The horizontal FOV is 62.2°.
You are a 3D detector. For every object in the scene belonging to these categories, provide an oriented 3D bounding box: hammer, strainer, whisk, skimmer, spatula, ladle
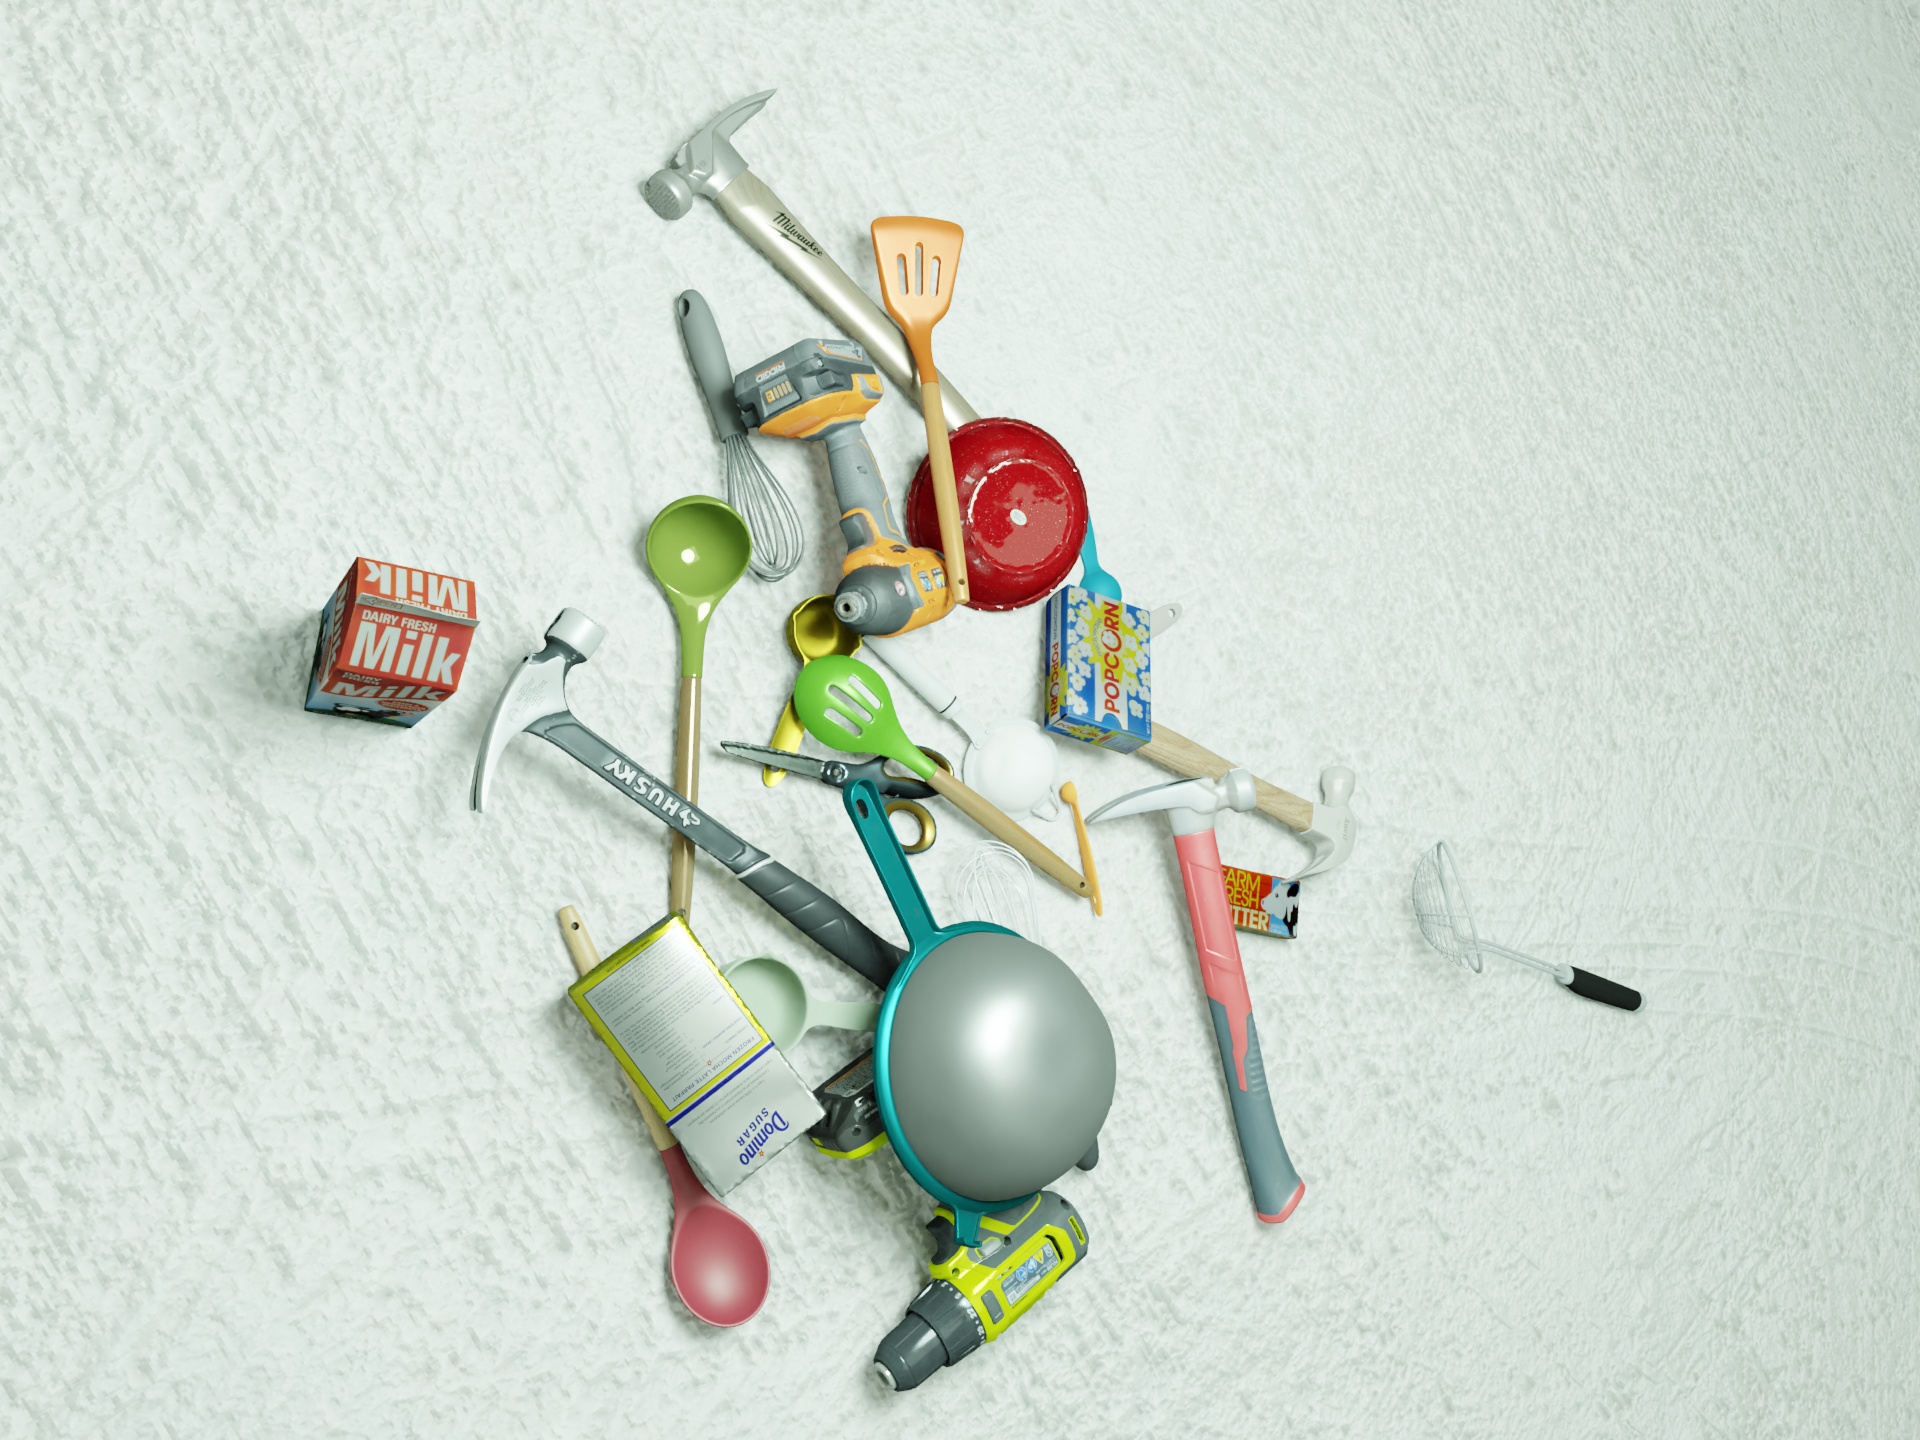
[{"bbox_3d":[0.214,0.242,1.351,0.143,0.038,0.386,-13,94,-2],"label":"hammer"},{"bbox_3d":[0.217,0.044,1.397,0.331,0.031,0.130,25,56,-21],"label":"hammer"},{"bbox_3d":[-0.166,0.099,1.146,0.408,0.036,0.149,40,72,-26],"label":"hammer"},{"bbox_3d":[-0.002,-0.004,1.285,0.258,0.050,0.087,43,78,-13],"label":"strainer"},{"bbox_3d":[0.060,0.229,1.270,0.070,0.070,0.284,-23,97,-31],"label":"whisk"},{"bbox_3d":[0.570,0.216,1.545,0.363,0.090,0.127,21,40,-28],"label":"skimmer"},{"bbox_3d":[-0.019,-0.248,1.262,0.081,0.041,0.323,-2,74,-21],"label":"spatula"},{"bbox_3d":[-0.197,-0.007,1.163,0.078,0.062,0.320,3,82,-13],"label":"ladle"},{"bbox_3d":[0.018,0.189,1.134,0.211,0.095,0.340,-34,104,-43],"label":"strainer"},{"bbox_3d":[-0.173,-0.220,1.221,0.055,0.055,0.239,-17,86,-31],"label":"whisk"},{"bbox_3d":[-0.065,-0.325,1.308,0.410,0.038,0.146,45,61,-16],"label":"hammer"},{"bbox_3d":[-0.216,0.276,1.117,0.069,0.031,0.315,-24,91,-29],"label":"ladle"}]

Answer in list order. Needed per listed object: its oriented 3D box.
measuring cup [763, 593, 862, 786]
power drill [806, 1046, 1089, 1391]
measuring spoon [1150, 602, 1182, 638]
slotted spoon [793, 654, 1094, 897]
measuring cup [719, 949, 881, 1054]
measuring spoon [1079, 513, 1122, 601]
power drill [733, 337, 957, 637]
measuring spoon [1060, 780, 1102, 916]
[{"bbox_3d":[-0.125,-0.023,1.230,0.062,0.029,0.156,24,82,-27],"label":"measuring cup"},{"bbox_3d":[-0.021,0.361,1.185,0.190,0.080,0.228,-31,100,-32],"label":"power drill"},{"bbox_3d":[0.157,-0.076,1.400,0.124,0.018,0.034,-32,98,-31],"label":"measuring spoon"},{"bbox_3d":[-0.004,0.054,1.258,0.313,0.031,0.070,39,77,-24],"label":"slotted spoon"},{"bbox_3d":[-0.113,0.217,1.181,0.167,0.038,0.083,11,76,-30],"label":"measuring cup"},{"bbox_3d":[0.116,-0.154,1.388,0.042,0.021,0.128,-13,89,-31],"label":"measuring spoon"},{"bbox_3d":[-0.086,-0.170,1.207,0.226,0.084,0.164,67,23,-3],"label":"power drill"},{"bbox_3d":[0.101,0.108,1.334,0.011,0.021,0.117,-12,87,-18],"label":"measuring spoon"}]
